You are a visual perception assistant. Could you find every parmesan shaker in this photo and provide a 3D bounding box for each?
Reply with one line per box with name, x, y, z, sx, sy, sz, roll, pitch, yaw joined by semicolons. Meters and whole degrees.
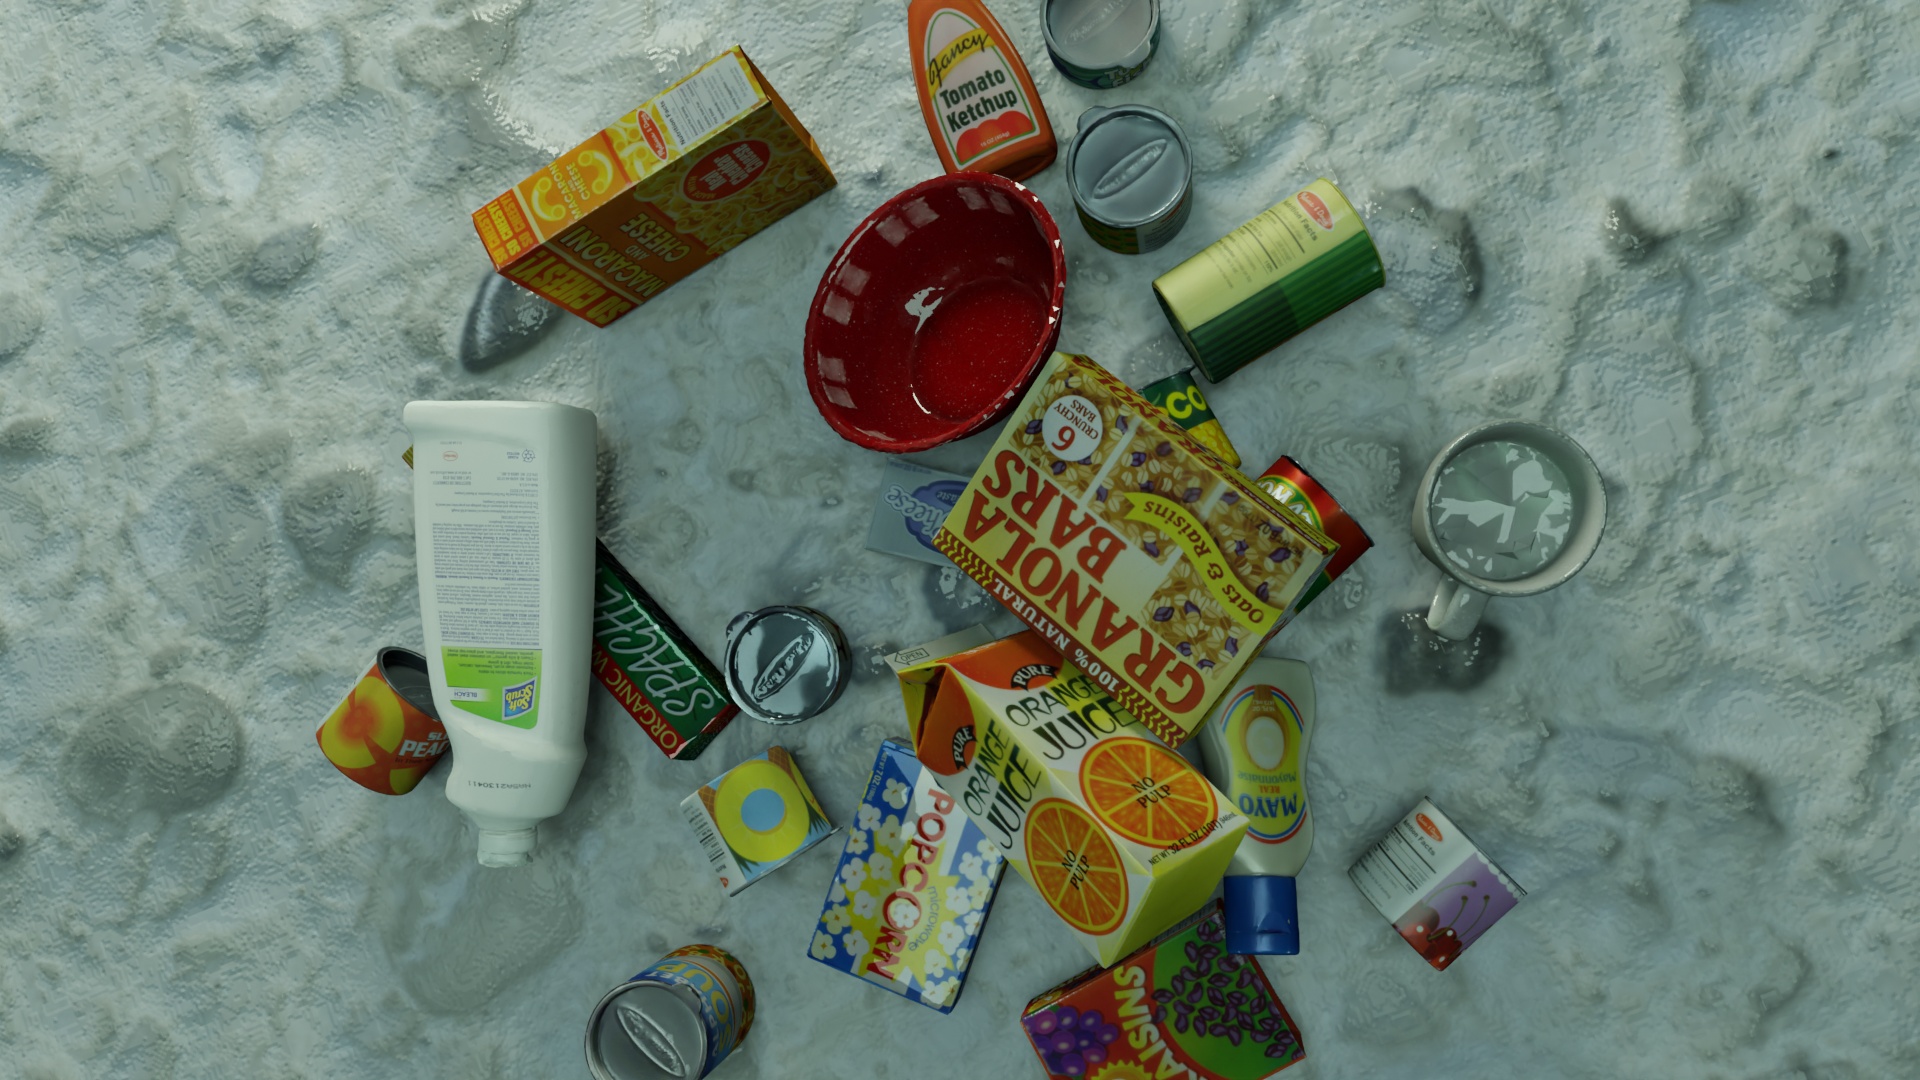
parmesan shaker;0.160;-0.137;0.735;0.103;0.071;0.071;-31;82;7

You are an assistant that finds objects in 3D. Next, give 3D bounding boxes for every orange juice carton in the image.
orange juice carton;0.044;0.111;0.703;0.193;0.072;0.072;44;134;31

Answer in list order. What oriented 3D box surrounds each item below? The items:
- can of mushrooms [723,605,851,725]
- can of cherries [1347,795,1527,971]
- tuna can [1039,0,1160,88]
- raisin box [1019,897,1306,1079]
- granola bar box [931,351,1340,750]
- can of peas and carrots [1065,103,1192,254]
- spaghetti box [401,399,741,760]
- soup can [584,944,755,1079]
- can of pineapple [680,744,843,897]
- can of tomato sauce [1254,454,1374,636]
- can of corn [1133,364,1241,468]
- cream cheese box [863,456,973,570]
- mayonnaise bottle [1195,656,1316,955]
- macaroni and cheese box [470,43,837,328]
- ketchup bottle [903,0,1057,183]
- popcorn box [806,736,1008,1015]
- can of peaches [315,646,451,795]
can of mushrooms;-0.098;0.068;0.779;0.071;0.033;0.071;0;87;10
can of cherries;0.241;0.174;0.700;0.058;0.071;0.071;-45;81;5
tuna can;0.080;-0.286;0.772;0.071;0.033;0.071;-1;86;10
raisin box;0.105;0.257;0.730;0.123;0.040;0.086;-31;83;7
granola bar box;0.083;0.003;0.691;0.166;0.039;0.123;40;112;19
can of peas and carrots;0.091;-0.196;0.752;0.071;0.058;0.071;-1;86;10
spaghetti box;-0.225;0.022;0.806;0.050;0.028;0.250;-45;80;5
soup can;-0.152;0.258;0.750;0.071;0.084;0.071;-1;87;9
can of pineapple;-0.109;0.152;0.760;0.071;0.071;0.058;-32;82;6
can of tomato sauce;0.160;0.007;0.721;0.083;0.071;0.071;-44;81;5
can of corn;0.109;-0.050;0.734;0.071;0.071;0.058;-30;83;7
cream cheese box;0.003;-0.010;0.772;0.104;0.024;0.053;13;89;10
mayonnaise bottle;0.152;0.135;0.711;0.065;0.041;0.148;3;72;-8
macaroni and cheese box;-0.162;-0.188;0.761;0.166;0.123;0.040;-30;80;7
ketchup bottle;0.000;-0.271;0.780;0.065;0.043;0.149;-22;83;8
popcorn box;-0.021;0.181;0.757;0.085;0.038;0.126;19;90;11
can of peaches;-0.322;0.105;0.797;0.071;0.071;0.058;43;95;9
